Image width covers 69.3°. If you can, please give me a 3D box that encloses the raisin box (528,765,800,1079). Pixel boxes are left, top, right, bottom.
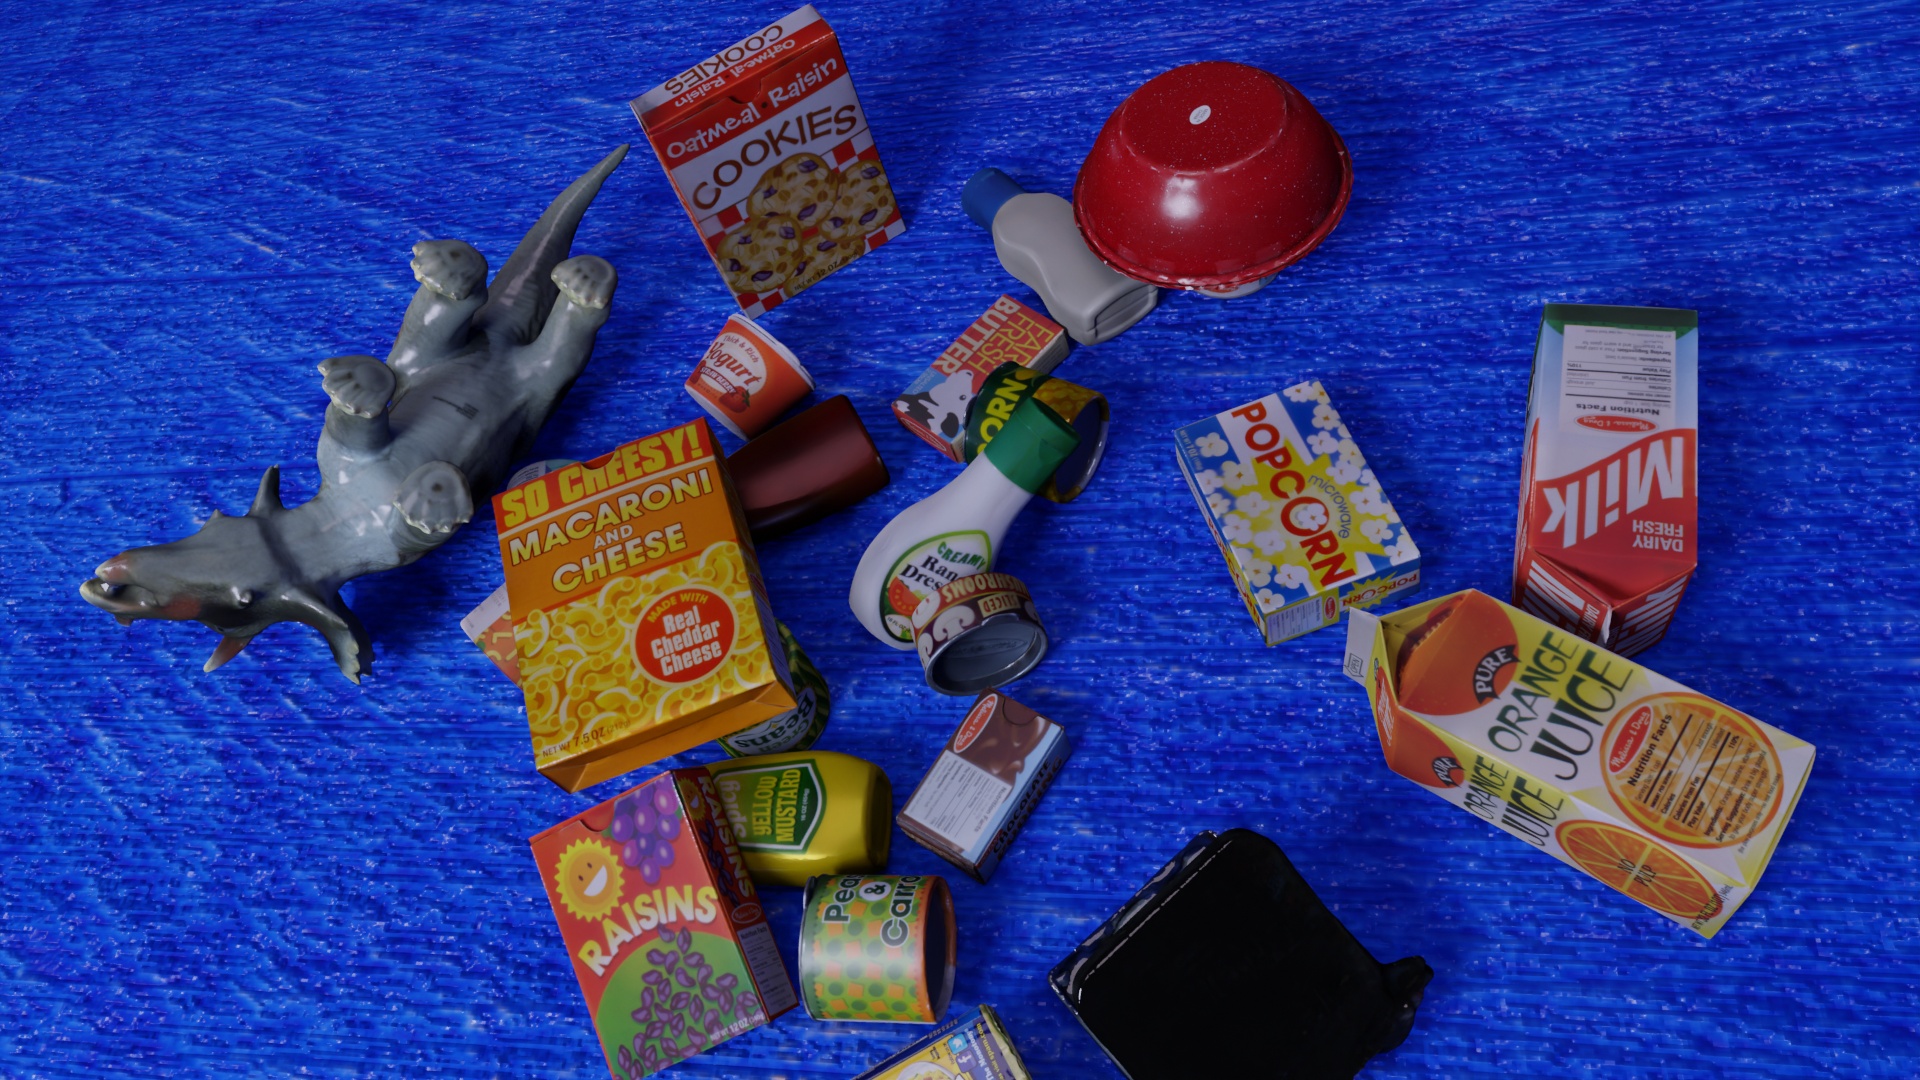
[{"bbox_3d":[-0.140,0.179,0.652,0.086,0.040,0.123,-28,76,14],"label":"raisin box"}]

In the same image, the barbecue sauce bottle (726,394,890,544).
[{"bbox_3d":[-0.119,-0.027,0.809,0.149,0.043,0.065,-28,56,-3],"label":"barbecue sauce bottle"}]

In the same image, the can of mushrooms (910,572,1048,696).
[{"bbox_3d":[0.010,0.047,0.714,0.071,0.070,0.033,-21,54,1],"label":"can of mushrooms"}]

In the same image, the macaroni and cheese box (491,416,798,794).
[{"bbox_3d":[-0.165,0.028,0.711,0.124,0.040,0.167,-21,60,0],"label":"macaroni and cheese box"}]

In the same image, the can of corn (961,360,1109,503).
[{"bbox_3d":[0.042,-0.060,0.773,0.058,0.071,0.071,23,67,25],"label":"can of corn"}]

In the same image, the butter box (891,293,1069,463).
[{"bbox_3d":[0.013,-0.098,0.832,0.053,0.024,0.104,35,72,29],"label":"butter box"}]

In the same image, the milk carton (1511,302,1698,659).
[{"bbox_3d":[0.313,-0.020,0.678,0.073,0.072,0.191,7,59,18],"label":"milk carton"}]

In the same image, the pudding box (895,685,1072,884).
[{"bbox_3d":[0.013,0.121,0.690,0.050,0.030,0.084,24,67,27],"label":"pudding box"}]

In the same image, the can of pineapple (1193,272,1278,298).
[{"bbox_3d":[0.159,-0.190,0.832,0.071,0.057,0.071,-7,57,10],"label":"can of pineapple"}]

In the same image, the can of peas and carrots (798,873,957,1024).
[{"bbox_3d":[-0.037,0.185,0.639,0.059,0.070,0.071,-3,58,12],"label":"can of peas and carrots"}]

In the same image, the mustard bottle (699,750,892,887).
[{"bbox_3d":[-0.116,0.142,0.698,0.160,0.048,0.065,-5,60,11],"label":"mustard bottle"}]

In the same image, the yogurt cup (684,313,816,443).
[{"bbox_3d":[-0.130,-0.096,0.844,0.072,0.072,0.054,35,81,30],"label":"yogurt cup"}]

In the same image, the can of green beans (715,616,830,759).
[{"bbox_3d":[-0.108,0.078,0.731,0.071,0.057,0.071,-7,58,10],"label":"can of green beans"}]

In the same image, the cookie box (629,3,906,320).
[{"bbox_3d":[-0.113,-0.228,0.859,0.123,0.166,0.040,-31,57,-6],"label":"cookie box"}]

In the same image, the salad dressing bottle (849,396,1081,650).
[{"bbox_3d":[0.003,-0.009,0.730,0.147,0.064,0.044,-50,32,14],"label":"salad dressing bottle"}]

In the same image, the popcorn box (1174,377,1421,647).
[{"bbox_3d":[0.175,-0.017,0.731,0.085,0.038,0.127,-20,56,1],"label":"popcorn box"}]

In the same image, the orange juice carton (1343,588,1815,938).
[{"bbox_3d":[0.261,0.088,0.623,0.193,0.071,0.073,28,69,27],"label":"orange juice carton"}]

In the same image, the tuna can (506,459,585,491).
[{"bbox_3d":[-0.232,-0.016,0.819,0.071,0.070,0.033,-14,56,6],"label":"tuna can"}]

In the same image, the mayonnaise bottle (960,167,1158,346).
[{"bbox_3d":[0.056,-0.182,0.865,0.065,0.041,0.148,-32,55,-14],"label":"mayonnaise bottle"}]

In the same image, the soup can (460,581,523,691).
[{"bbox_3d":[-0.224,0.043,0.780,0.084,0.071,0.071,-44,59,-13],"label":"soup can"}]
